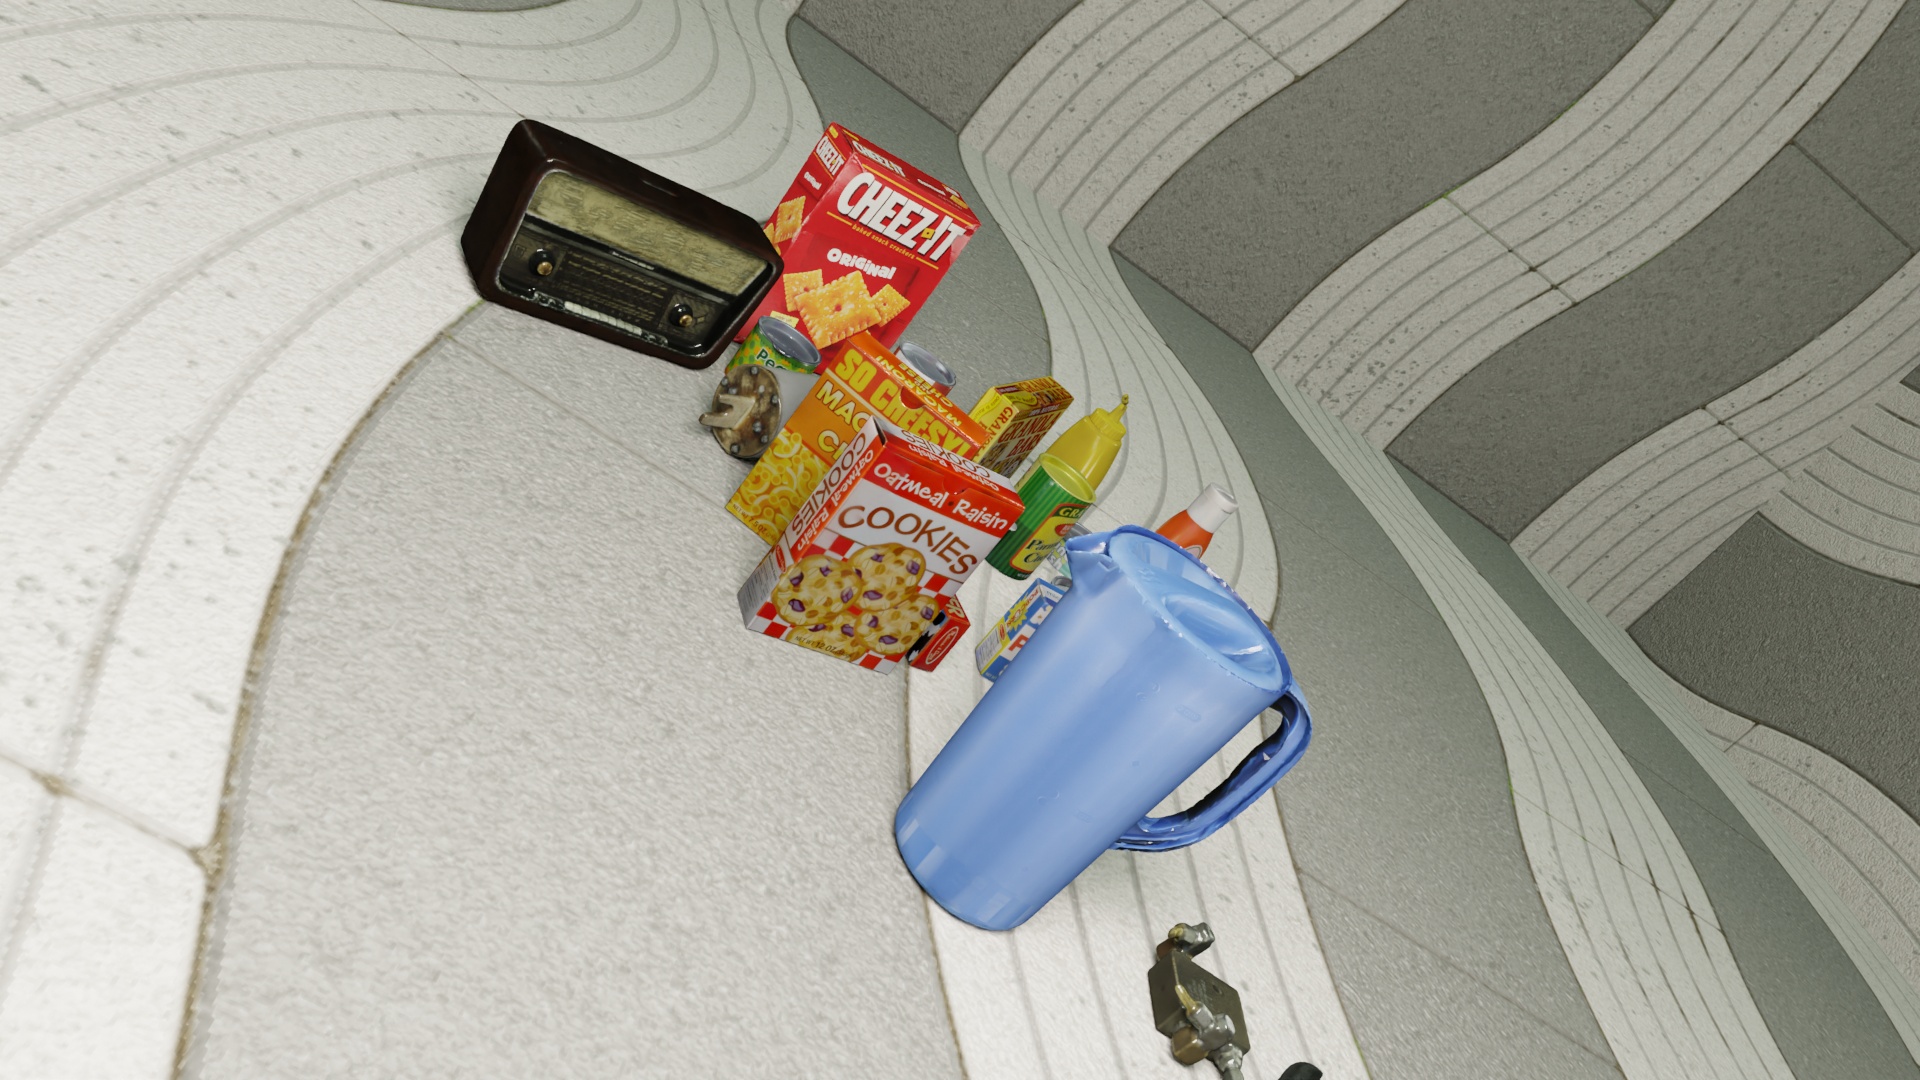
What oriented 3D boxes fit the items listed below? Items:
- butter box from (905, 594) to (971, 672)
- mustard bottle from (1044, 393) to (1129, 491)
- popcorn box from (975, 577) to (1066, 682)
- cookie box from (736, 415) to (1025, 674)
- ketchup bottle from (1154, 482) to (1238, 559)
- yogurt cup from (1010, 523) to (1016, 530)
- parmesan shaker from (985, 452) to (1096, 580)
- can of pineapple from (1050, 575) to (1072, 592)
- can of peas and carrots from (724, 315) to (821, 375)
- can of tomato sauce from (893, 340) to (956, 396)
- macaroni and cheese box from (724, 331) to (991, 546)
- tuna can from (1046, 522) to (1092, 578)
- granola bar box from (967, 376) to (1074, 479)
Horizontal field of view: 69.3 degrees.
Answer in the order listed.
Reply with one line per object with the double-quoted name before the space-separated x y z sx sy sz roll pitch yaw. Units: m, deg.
"butter box" -0.031 0.046 1.060 0.024 0.053 0.104 22 28 -37
"mustard bottle" 0.124 -0.085 1.413 0.049 0.159 0.065 6 39 -55
"popcorn box" 0.087 0.093 1.110 0.126 0.085 0.038 29 24 -24
"cookie box" -0.054 0.008 0.945 0.123 0.167 0.040 23 27 -35
"ketchup bottle" 0.217 0.006 1.398 0.065 0.148 0.044 19 29 -41
"yogurt cup" 0.004 -0.015 1.233 0.072 0.053 0.073 33 23 -15
"parmesan shaker" 0.069 -0.021 1.279 0.071 0.102 0.071 33 22 -15
"can of pineapple" 0.089 0.073 1.189 0.071 0.057 0.071 33 23 -15
"can of peas and carrots" -0.166 -0.154 1.227 0.071 0.058 0.071 33 23 -15
"can of tomato sauce" -0.054 -0.140 1.343 0.071 0.082 0.071 33 23 -15
"macaroni and cheese box" -0.076 -0.050 1.023 0.124 0.166 0.040 39 21 0
"tuna can" 0.113 0.011 1.380 0.071 0.032 0.071 33 23 -15
"granola bar box" 0.035 -0.098 1.346 0.039 0.123 0.166 43 22 10
